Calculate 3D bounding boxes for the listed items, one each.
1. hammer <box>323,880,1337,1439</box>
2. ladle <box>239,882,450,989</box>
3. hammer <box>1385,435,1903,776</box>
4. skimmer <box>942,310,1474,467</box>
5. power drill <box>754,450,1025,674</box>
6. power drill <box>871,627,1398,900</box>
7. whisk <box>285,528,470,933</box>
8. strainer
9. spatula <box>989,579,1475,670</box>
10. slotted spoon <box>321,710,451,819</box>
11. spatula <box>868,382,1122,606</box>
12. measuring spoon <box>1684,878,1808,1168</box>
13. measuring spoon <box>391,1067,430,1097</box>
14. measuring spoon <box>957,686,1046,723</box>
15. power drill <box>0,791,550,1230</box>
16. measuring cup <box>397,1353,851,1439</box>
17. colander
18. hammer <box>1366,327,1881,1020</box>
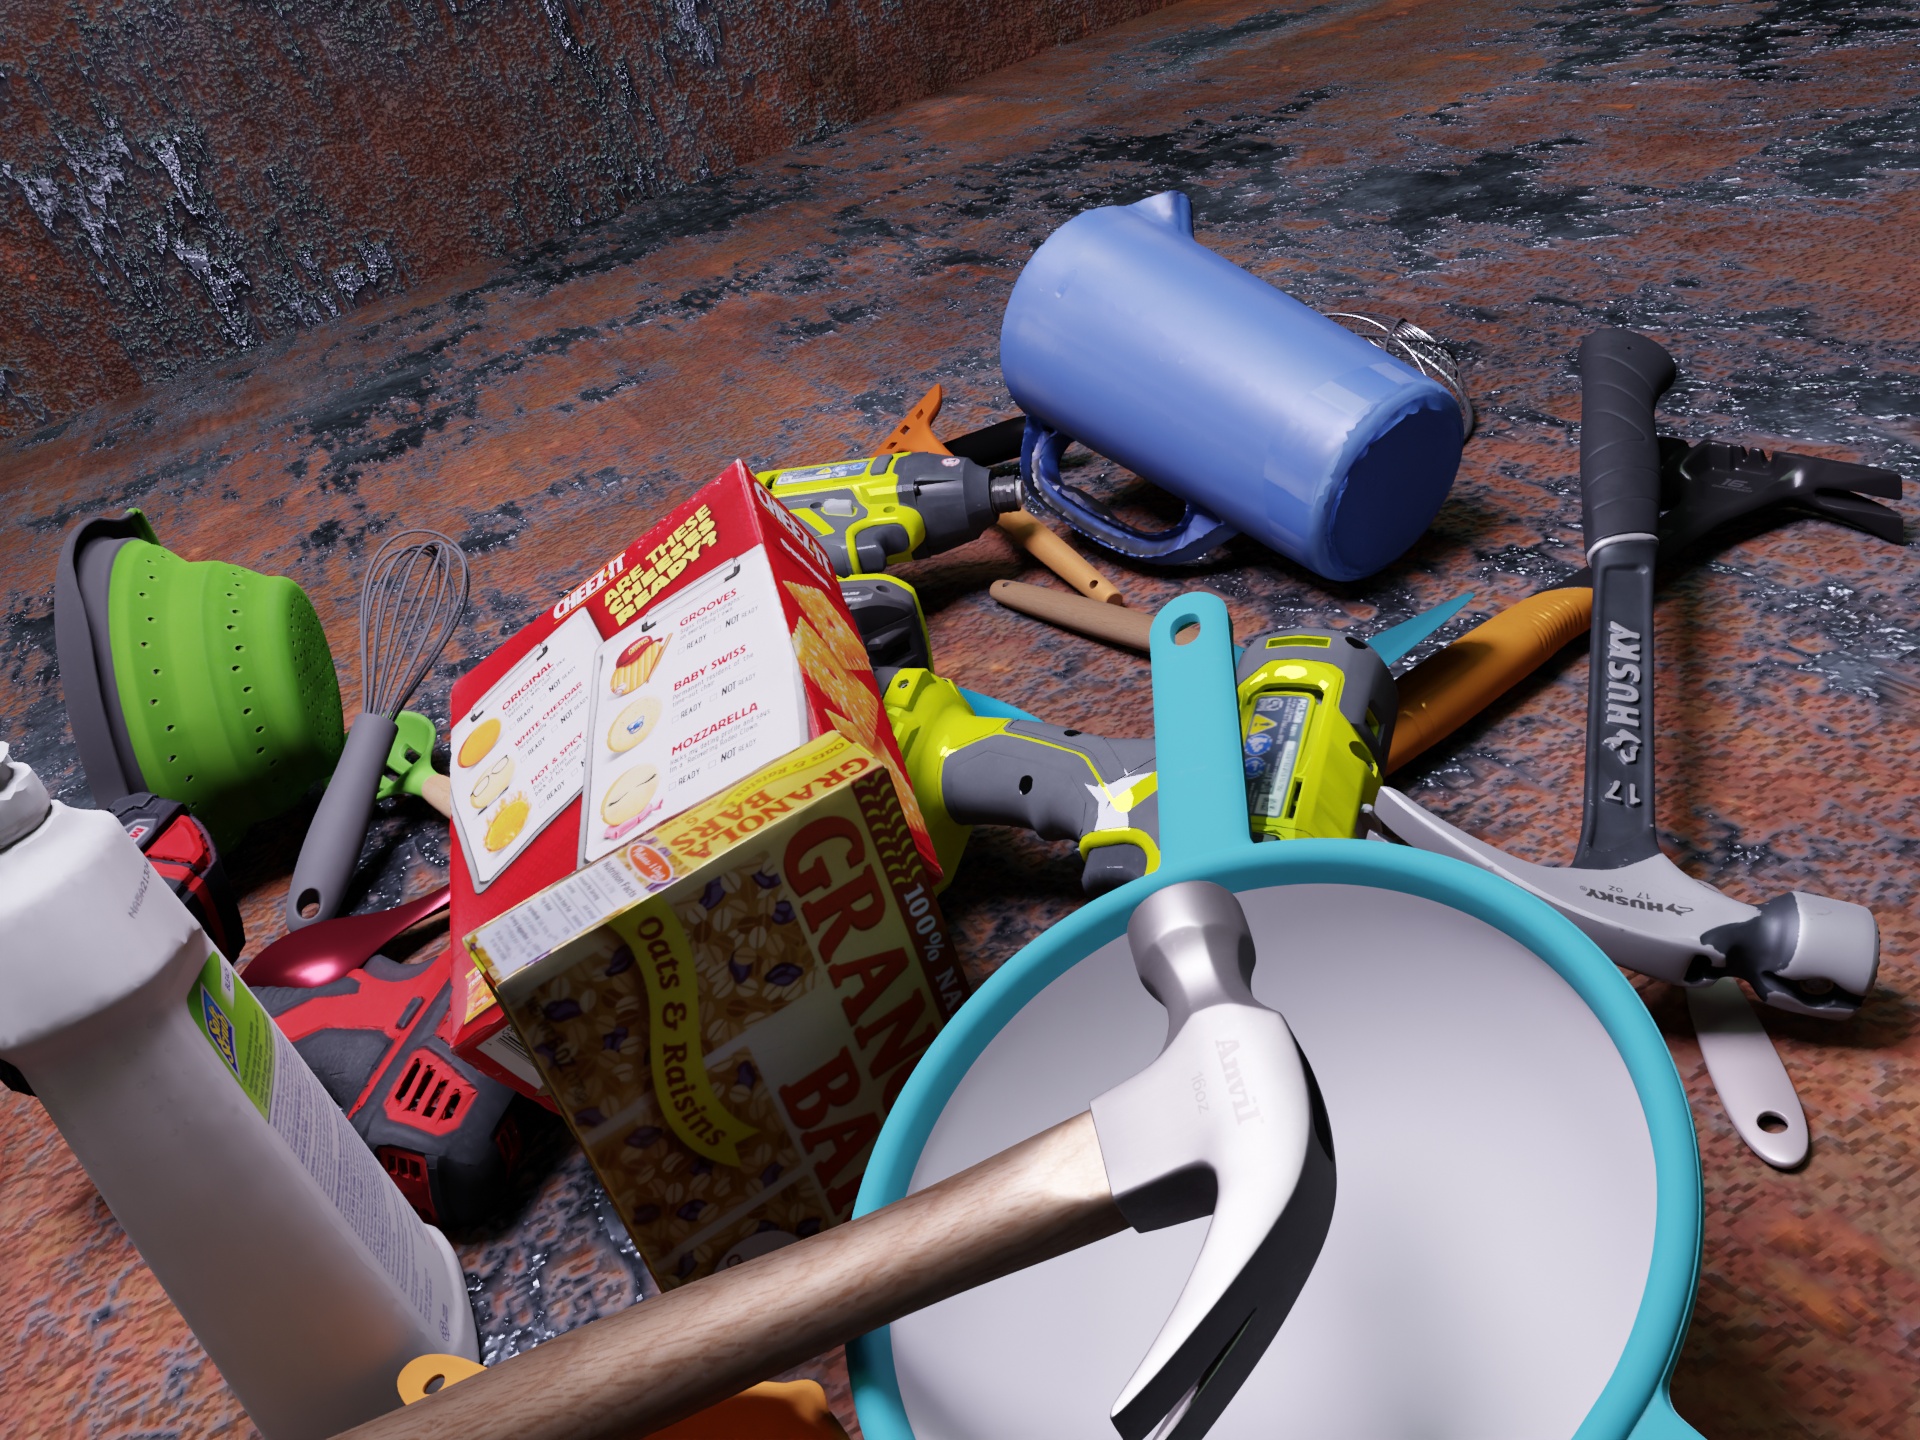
[{"bbox_3d":[-0.064,0.156,0.394,0.331,0.031,0.130,-27,36,11],"label":"hammer"},{"bbox_3d":[-0.208,0.067,0.778,0.315,0.031,0.069,-27,28,-18],"label":"ladle"},{"bbox_3d":[0.253,-0.036,0.687,0.337,0.034,0.127,-31,30,-21],"label":"hammer"},{"bbox_3d":[0.131,-0.176,1.003,0.363,0.090,0.127,-10,36,34],"label":"skimmer"},{"bbox_3d":[-0.061,-0.076,0.837,0.171,0.080,0.223,-5,31,14],"label":"power drill"},{"bbox_3d":[0.038,0.054,0.593,0.228,0.080,0.191,1,52,30],"label":"power drill"},{"bbox_3d":[-0.312,0.002,0.839,0.055,0.055,0.239,-4,61,24],"label":"whisk"},{"bbox_3d":[0.086,0.097,0.453,0.211,0.095,0.341,-19,37,20],"label":"strainer"},{"bbox_3d":[0.104,-0.048,0.771,0.082,0.044,0.318,-35,29,-22],"label":"spatula"},{"bbox_3d":[-0.262,0.042,0.815,0.070,0.031,0.314,-46,31,-20],"label":"slotted spoon"},{"bbox_3d":[0.016,-0.137,0.978,0.081,0.041,0.323,-47,41,4],"label":"spatula"},{"bbox_3d":[0.238,0.088,0.497,0.034,0.018,0.124,-10,31,13],"label":"measuring spoon"},{"bbox_3d":[-0.229,0.159,0.650,0.021,0.011,0.117,7,41,36],"label":"measuring spoon"},{"bbox_3d":[-0.001,-0.003,0.797,0.129,0.021,0.042,23,50,38],"label":"measuring spoon"},{"bbox_3d":[-0.255,0.107,0.629,0.220,0.078,0.143,13,41,9],"label":"power drill"},{"bbox_3d":[-0.091,0.217,0.427,0.174,0.052,0.095,6,37,39],"label":"measuring cup"},{"bbox_3d":[-0.369,0.041,0.792,0.094,0.204,0.398,-12,47,-9],"label":"colander"},{"bbox_3d":[0.257,-0.056,0.630,0.149,0.036,0.409,12,41,12],"label":"hammer"}]
